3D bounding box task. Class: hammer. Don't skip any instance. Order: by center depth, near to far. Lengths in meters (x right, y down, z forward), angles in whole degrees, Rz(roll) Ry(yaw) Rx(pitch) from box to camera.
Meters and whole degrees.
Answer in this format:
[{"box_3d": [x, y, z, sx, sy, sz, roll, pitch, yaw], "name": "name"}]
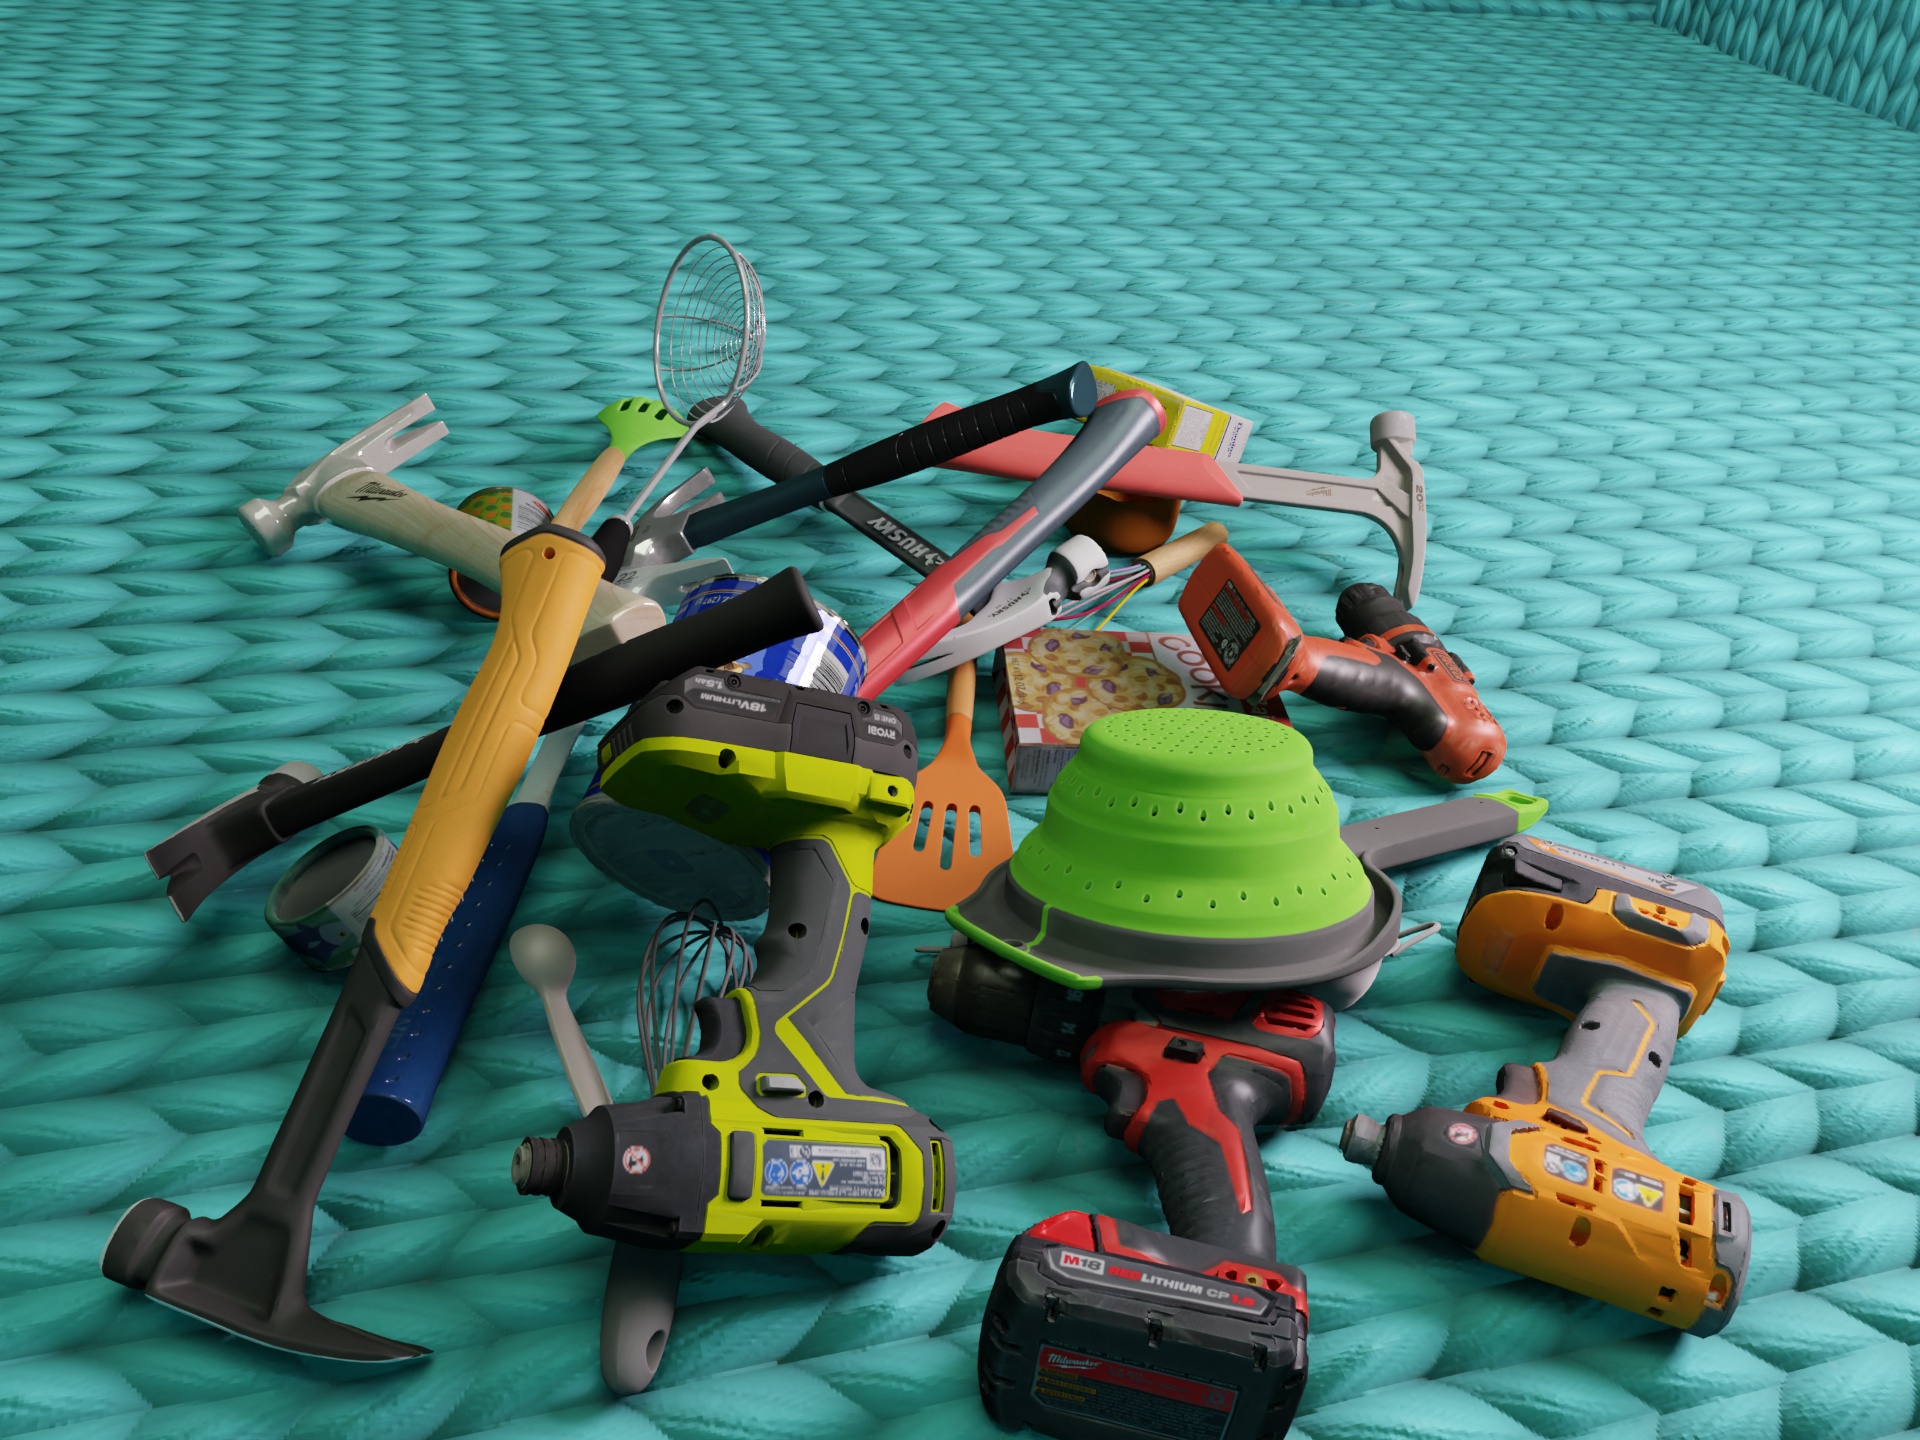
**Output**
[{"box_3d": [-0.211, 0.076, 0.637, 0.127, 0.034, 0.337, 16, 74, 10], "name": "hammer"}, {"box_3d": [-0.215, 0.005, 0.729, 0.335, 0.035, 0.146, -21, 14, 13], "name": "hammer"}, {"box_3d": [-0.216, 0.039, 0.817, 0.144, 0.035, 0.406, -11, 36, 16], "name": "hammer"}, {"box_3d": [-0.281, -0.108, 0.916, 0.146, 0.038, 0.411, -42, 41, -23], "name": "hammer"}, {"box_3d": [0.005, -0.068, 0.922, 0.143, 0.038, 0.386, 30, 62, 31], "name": "hammer"}, {"box_3d": [-0.071, -0.157, 1.018, 0.331, 0.033, 0.128, -18, 31, 14], "name": "hammer"}, {"box_3d": [-0.082, -0.145, 1.090, 0.149, 0.036, 0.409, -33, 43, -19], "name": "hammer"}, {"box_3d": [0.145, -0.161, 1.095, 0.359, 0.036, 0.149, 6, 74, -7], "name": "hammer"}]

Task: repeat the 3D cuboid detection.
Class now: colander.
[{"box_3d": [0.178, 0.039, 0.819, 0.397, 0.094, 0.205, -9, 17, -35], "name": "colander"}]

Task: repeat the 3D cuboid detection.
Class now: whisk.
[{"box_3d": [-0.123, 0.170, 0.675, 0.055, 0.055, 0.239, 5, 40, -4], "name": "whisk"}, {"box_3d": [0.111, -0.098, 1.087, 0.047, 0.051, 0.245, 25, 36, 32], "name": "whisk"}]

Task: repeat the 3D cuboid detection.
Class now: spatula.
[{"box_3d": [-0.002, -0.003, 0.954, 0.081, 0.041, 0.323, 5, 32, 0], "name": "spatula"}]

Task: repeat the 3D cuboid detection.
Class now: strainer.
[{"box_3d": [0.106, 0.120, 0.789, 0.258, 0.050, 0.087, 2, 3, 3], "name": "strainer"}]

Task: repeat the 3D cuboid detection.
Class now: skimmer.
[{"box_3d": [-0.211, -0.173, 0.989, 0.090, 0.127, 0.364, 37, 46, -15], "name": "skimmer"}]

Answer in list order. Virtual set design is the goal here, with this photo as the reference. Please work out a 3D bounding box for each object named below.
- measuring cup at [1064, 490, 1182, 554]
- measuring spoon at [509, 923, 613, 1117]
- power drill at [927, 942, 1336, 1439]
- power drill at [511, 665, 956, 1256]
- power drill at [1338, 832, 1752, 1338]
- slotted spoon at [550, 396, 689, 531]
[{"box_3d": [0.076, -0.166, 1.165, 0.173, 0.052, 0.095, 10, 36, 7], "name": "measuring cup"}, {"box_3d": [-0.165, 0.140, 0.698, 0.034, 0.018, 0.124, 24, 32, -60], "name": "measuring spoon"}, {"box_3d": [0.062, 0.180, 0.669, 0.188, 0.080, 0.227, 12, 33, 6], "name": "power drill"}, {"box_3d": [-0.088, 0.099, 0.647, 0.171, 0.080, 0.223, 12, 64, -29], "name": "power drill"}, {"box_3d": [0.271, 0.156, 0.736, 0.164, 0.084, 0.227, 16, 41, 13], "name": "power drill"}, {"box_3d": [-0.242, -0.172, 1.092, 0.070, 0.031, 0.314, 12, 27, -4], "name": "slotted spoon"}]
